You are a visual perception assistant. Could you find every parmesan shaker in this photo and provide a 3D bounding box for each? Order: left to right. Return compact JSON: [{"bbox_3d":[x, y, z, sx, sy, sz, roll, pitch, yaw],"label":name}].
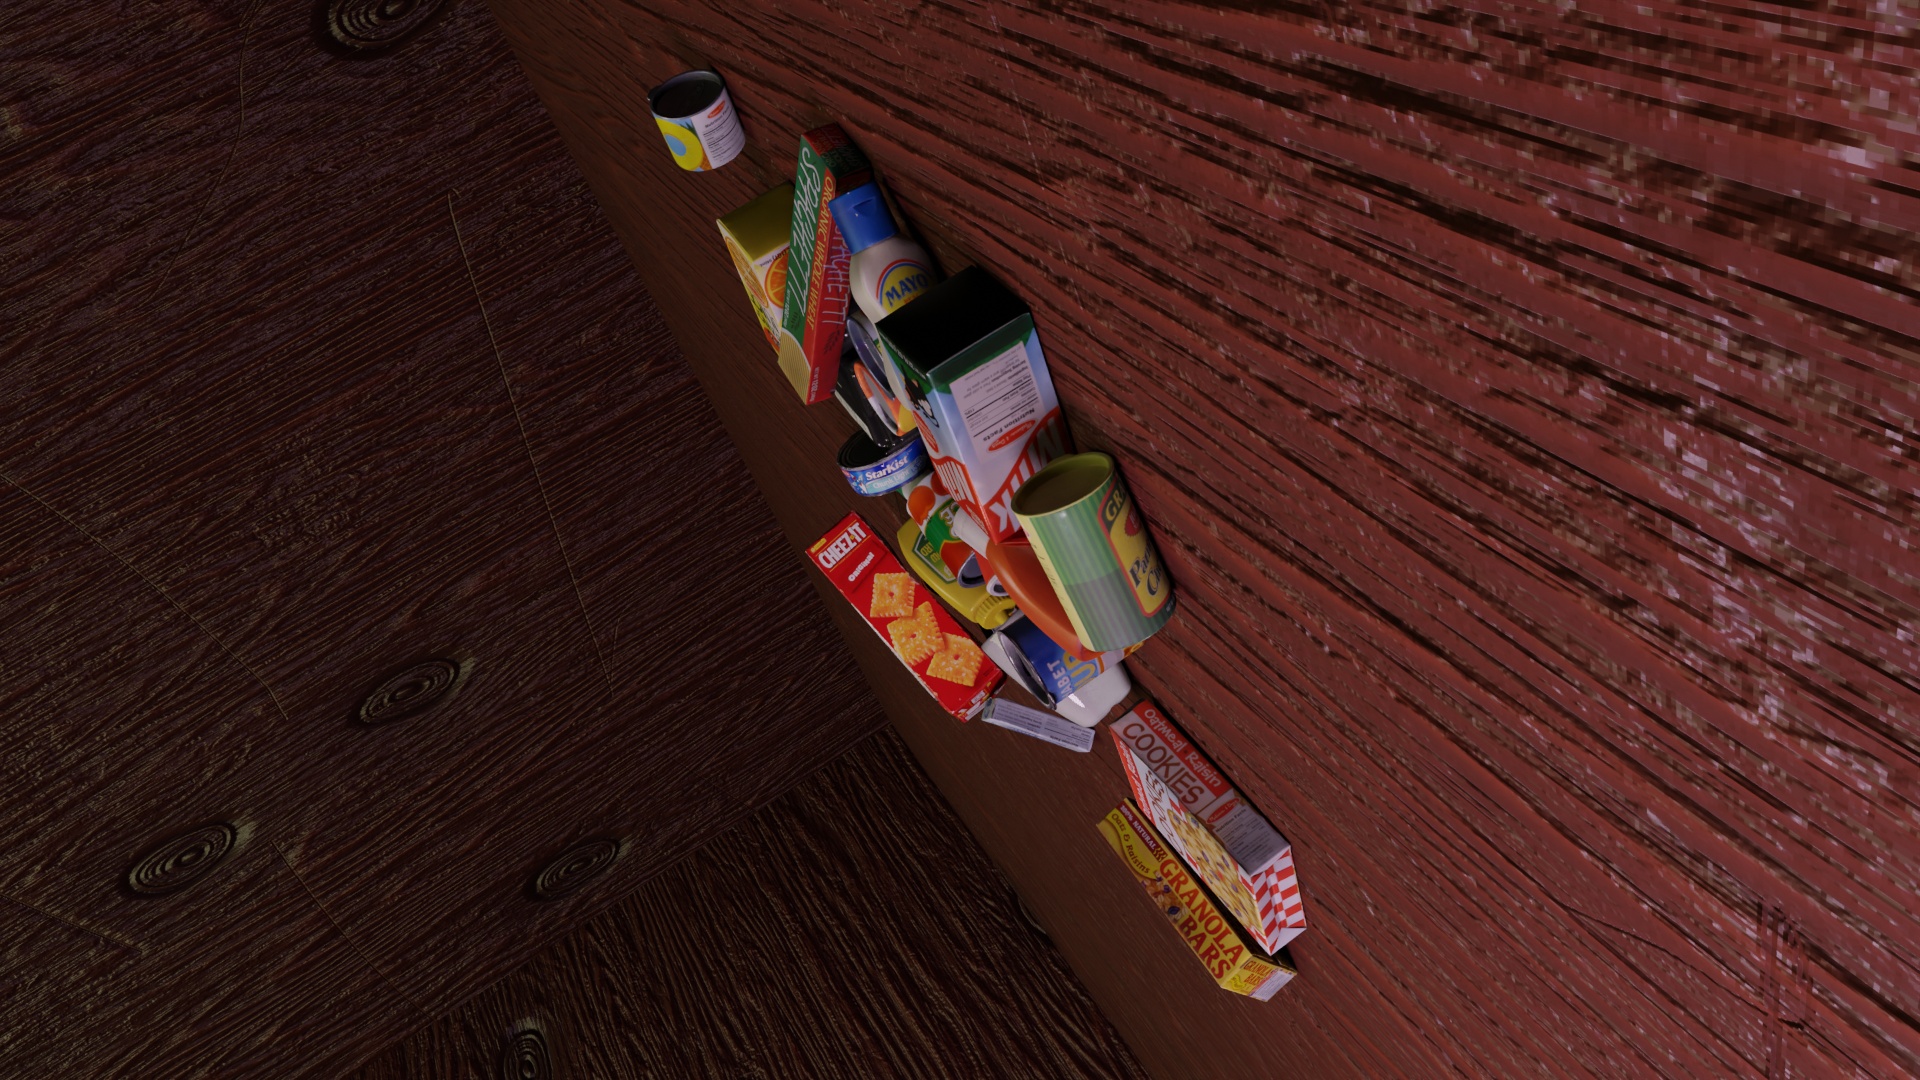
[{"bbox_3d":[0.082,0.006,0.837,0.102,0.071,0.071,61,169,-24],"label":"parmesan shaker"}]

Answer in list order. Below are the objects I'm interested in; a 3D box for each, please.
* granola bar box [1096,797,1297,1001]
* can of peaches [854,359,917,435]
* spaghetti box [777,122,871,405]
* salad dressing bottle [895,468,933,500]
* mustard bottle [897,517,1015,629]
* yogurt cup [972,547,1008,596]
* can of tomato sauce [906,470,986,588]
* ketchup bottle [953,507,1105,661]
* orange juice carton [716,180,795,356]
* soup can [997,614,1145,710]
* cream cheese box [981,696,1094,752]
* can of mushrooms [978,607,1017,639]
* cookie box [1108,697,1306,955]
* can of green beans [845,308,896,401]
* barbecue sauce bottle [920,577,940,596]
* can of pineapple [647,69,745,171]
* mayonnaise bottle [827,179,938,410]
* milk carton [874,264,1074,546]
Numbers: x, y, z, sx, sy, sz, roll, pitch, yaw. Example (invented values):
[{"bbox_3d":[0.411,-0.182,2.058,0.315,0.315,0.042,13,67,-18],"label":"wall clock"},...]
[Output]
[{"bbox_3d":[0.195,0.294,1.141,0.166,0.039,0.124,50,-173,36],"label":"granola bar box"},{"bbox_3d":[-0.040,-0.122,1.047,0.071,0.058,0.071,55,170,15],"label":"can of peaches"},{"bbox_3d":[-0.104,-0.196,1.026,0.050,0.029,0.248,55,153,22],"label":"spaghetti box"},{"bbox_3d":[-0.025,-0.040,1.271,0.064,0.044,0.148,62,170,-28],"label":"salad dressing bottle"},{"bbox_3d":[0.007,0.035,1.296,0.160,0.065,0.048,46,175,28],"label":"mustard bottle"},{"bbox_3d":[0.040,0.002,1.031,0.072,0.072,0.054,85,159,-69],"label":"yogurt cup"},{"bbox_3d":[0.004,-0.014,1.144,0.083,0.071,0.071,53,169,26],"label":"can of tomato sauce"},{"bbox_3d":[0.054,0.019,0.951,0.149,0.065,0.043,39,155,36],"label":"ketchup bottle"},{"bbox_3d":[-0.139,-0.210,1.215,0.073,0.072,0.191,51,168,35],"label":"orange juice carton"},{"bbox_3d":[0.080,0.071,0.983,0.071,0.084,0.071,55,170,15],"label":"soup can"},{"bbox_3d":[0.075,0.179,1.349,0.104,0.024,0.053,19,169,-5],"label":"cream cheese box"},{"bbox_3d":[0.047,0.092,1.354,0.071,0.033,0.071,55,169,17],"label":"can of mushrooms"},{"bbox_3d":[0.185,0.211,1.037,0.168,0.040,0.122,47,166,43],"label":"cookie box"},{"bbox_3d":[-0.040,-0.143,0.980,0.071,0.058,0.071,55,169,16],"label":"can of green beans"},{"bbox_3d":[-0.018,0.032,1.452,0.065,0.044,0.148,61,171,4],"label":"barbecue sauce bottle"},{"bbox_3d":[-0.225,-0.359,1.188,0.071,0.071,0.057,50,167,37],"label":"can of pineapple"},{"bbox_3d":[-0.040,-0.163,0.920,0.147,0.065,0.041,64,165,-13],"label":"mayonnaise bottle"},{"bbox_3d":[0.020,-0.069,0.877,0.072,0.073,0.189,48,166,45],"label":"milk carton"}]
